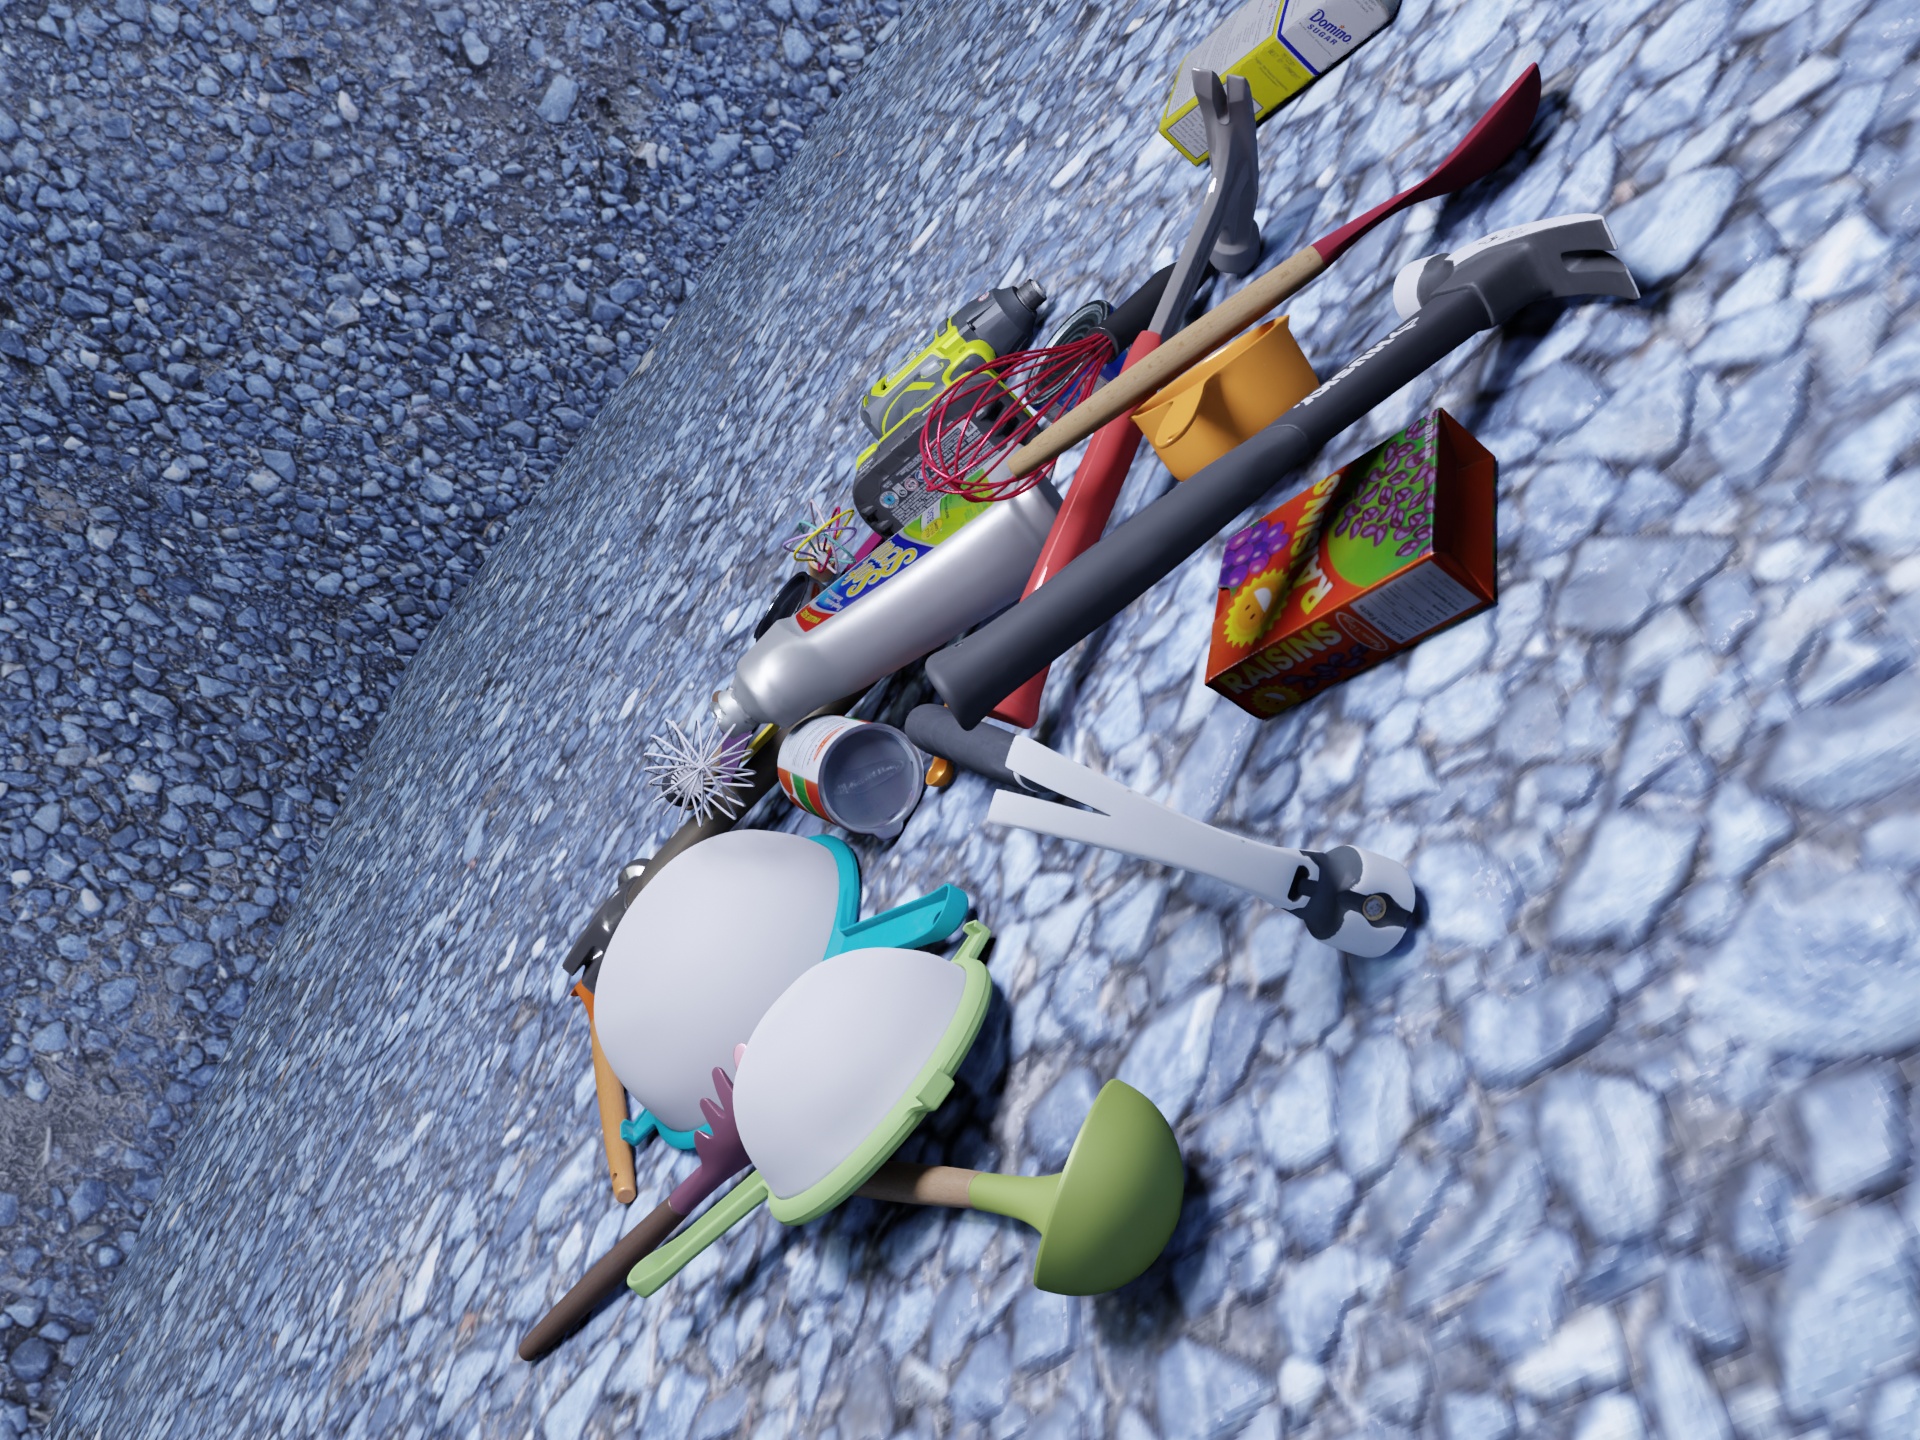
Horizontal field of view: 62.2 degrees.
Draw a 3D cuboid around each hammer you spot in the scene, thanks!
[{"bbox_3d":[0.086,-0.164,0.856,0.037,0.149,0.359,19,75,20],"label":"hammer"},{"bbox_3d":[0.035,0.025,0.720,0.409,0.149,0.036,-159,88,-73],"label":"hammer"},{"bbox_3d":[0.123,-0.104,0.643,0.335,0.035,0.146,-37,16,-13],"label":"hammer"},{"bbox_3d":[-0.130,0.031,1.094,0.410,0.038,0.146,-44,11,23],"label":"hammer"}]

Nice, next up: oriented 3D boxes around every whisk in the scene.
[{"bbox_3d":[-0.171,0.038,1.016,0.070,0.070,0.284,-62,8,-10],"label":"whisk"},{"bbox_3d":[-0.100,-0.127,1.195,0.245,0.051,0.047,167,126,-85],"label":"whisk"},{"bbox_3d":[0.071,-0.208,0.917,0.073,0.073,0.296,-25,16,52],"label":"whisk"}]

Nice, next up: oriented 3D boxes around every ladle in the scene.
[{"bbox_3d":[0.154,-0.215,0.787,0.315,0.031,0.069,-34,3,8],"label":"ladle"},{"bbox_3d":[-0.013,0.191,0.671,0.320,0.062,0.078,-21,37,58],"label":"ladle"}]

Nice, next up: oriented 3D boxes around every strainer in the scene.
[{"bbox_3d":[-0.094,0.187,0.759,0.256,0.069,0.151,-44,9,20],"label":"strainer"},{"bbox_3d":[-0.124,0.126,0.918,0.340,0.095,0.211,-28,36,51],"label":"strainer"}]

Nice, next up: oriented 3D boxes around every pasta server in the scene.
[{"bbox_3d":[-0.172,0.278,0.895,0.316,0.060,0.040,-47,47,29],"label":"pasta server"}]

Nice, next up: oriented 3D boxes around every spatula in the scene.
[{"bbox_3d":[-0.242,0.230,1.115,0.081,0.041,0.323,-52,28,9],"label":"spatula"},{"bbox_3d":[-0.172,0.001,1.190,0.060,0.018,0.316,-67,13,2],"label":"spatula"}]

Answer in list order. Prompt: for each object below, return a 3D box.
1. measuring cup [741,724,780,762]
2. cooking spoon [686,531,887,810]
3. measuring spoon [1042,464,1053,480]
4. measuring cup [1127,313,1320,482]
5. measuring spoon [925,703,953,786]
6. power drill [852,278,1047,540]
[{"bbox_3d":[-0.142,-0.010,1.174,0.062,0.029,0.156,-32,-8,-36],"label":"measuring cup"},{"bbox_3d":[-0.128,-0.054,1.252,0.319,0.017,0.069,-52,12,11],"label":"cooking spoon"},{"bbox_3d":[0.043,-0.147,1.035,0.034,0.018,0.124,-30,34,47],"label":"measuring spoon"},{"bbox_3d":[0.125,-0.138,0.758,0.095,0.052,0.174,-30,14,27],"label":"measuring cup"},{"bbox_3d":[-0.002,-0.003,0.955,0.021,0.011,0.117,-36,27,39],"label":"measuring spoon"},{"bbox_3d":[-0.004,-0.232,1.164,0.171,0.080,0.223,-37,26,24],"label":"power drill"}]
